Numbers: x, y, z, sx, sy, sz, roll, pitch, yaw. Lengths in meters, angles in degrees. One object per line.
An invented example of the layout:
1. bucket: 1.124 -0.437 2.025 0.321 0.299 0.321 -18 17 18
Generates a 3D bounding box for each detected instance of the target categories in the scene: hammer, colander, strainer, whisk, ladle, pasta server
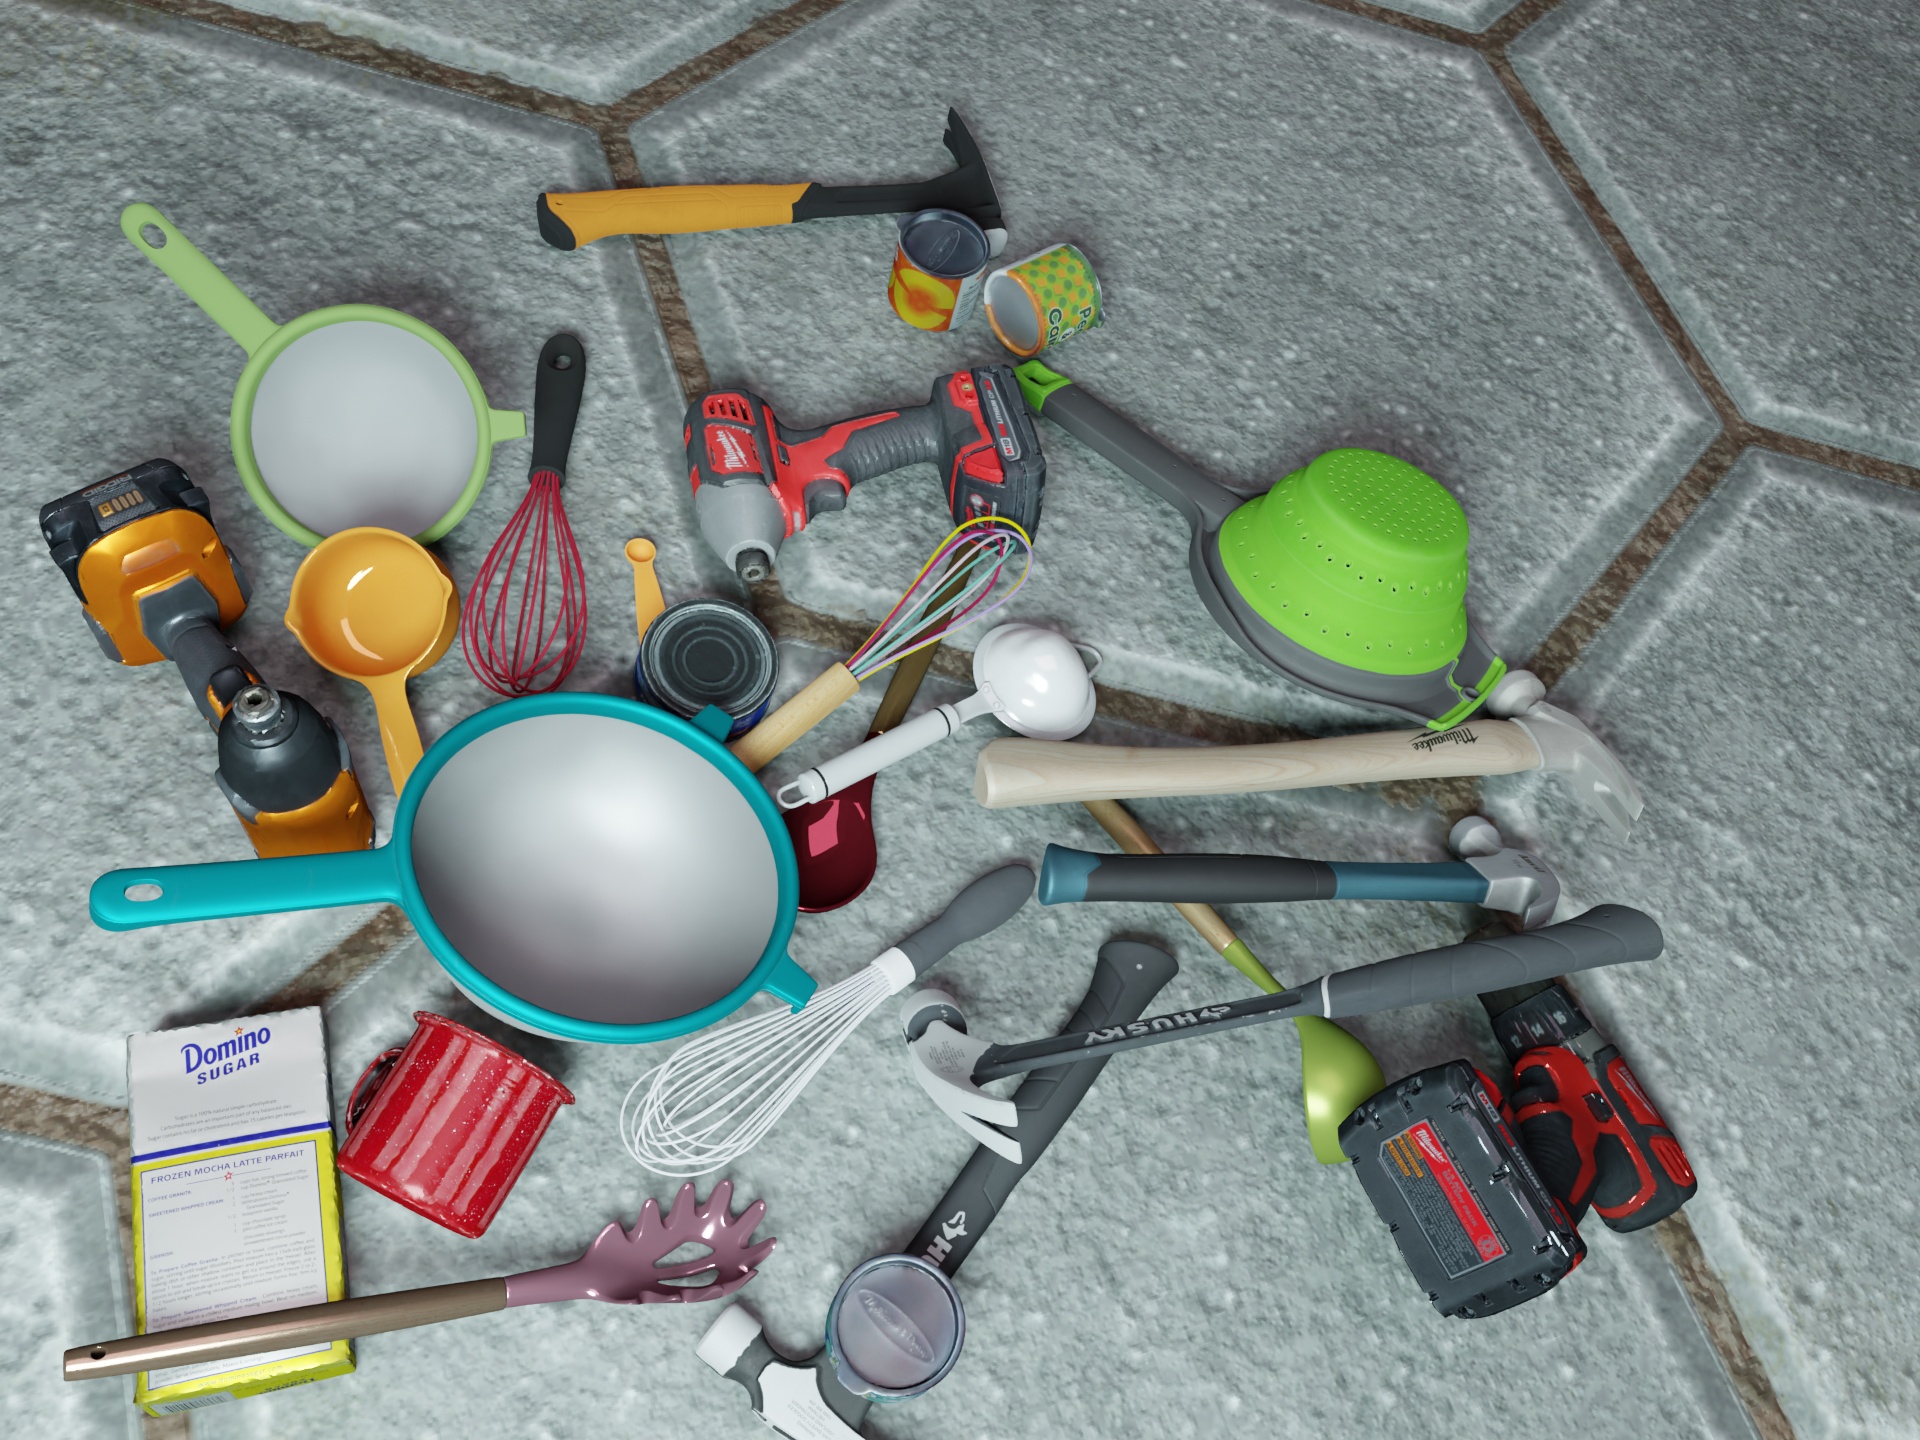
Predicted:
1. hammer: 0.211 0.032 0.975 0.410 0.038 0.146 -3 36 -15
2. colander: 0.198 -0.158 1.054 0.397 0.094 0.204 39 45 18
3. strainer: -0.002 -0.003 0.963 0.258 0.050 0.087 -27 74 -30
4. whisk: -0.261 -0.137 0.992 0.073 0.073 0.296 4 55 -10
5. strainer: -0.254 0.096 0.817 0.340 0.095 0.211 -3 55 -31
6. hammer: 0.021 0.248 0.856 0.146 0.035 0.335 37 61 9
7. ladle: -0.042 -0.010 0.987 0.069 0.031 0.316 23 58 2
8. strainer: -0.395 -0.210 0.966 0.256 0.069 0.151 44 91 -7
9. hammer: 0.199 0.092 0.925 0.331 0.033 0.128 3 22 -17
10. whisk: -0.061 0.157 0.879 0.284 0.070 0.070 -32 73 -30
11. ladle: 0.133 0.123 0.944 0.062 0.078 0.320 -46 66 10
12. hammer: -0.139 -0.384 1.164 0.337 0.034 0.127 -9 65 -17
13. hammer: 0.178 0.149 0.838 0.409 0.149 0.036 -9 104 -9
14. whisk: -0.054 -0.044 0.973 0.245 0.051 0.047 -40 118 -13
15. pasta server: -0.242 0.270 0.749 0.316 0.040 0.060 0 43 -28

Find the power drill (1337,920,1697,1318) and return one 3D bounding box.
1. power drill: 0.303 0.210 0.876 0.226 0.080 0.188 -6 61 -47

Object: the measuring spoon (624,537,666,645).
1. measuring spoon: -0.193 -0.062 0.993 0.021 0.011 0.117 -6 67 -20

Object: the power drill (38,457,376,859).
1. power drill: -0.394 -0.029 0.842 0.084 0.164 0.227 -32 71 -25

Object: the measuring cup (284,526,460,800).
1. measuring cup: -0.327 -0.024 0.925 0.095 0.052 0.173 -13 91 -3

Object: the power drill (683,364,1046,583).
1. power drill: -0.063 -0.156 1.025 0.219 0.078 0.143 -7 55 -10
